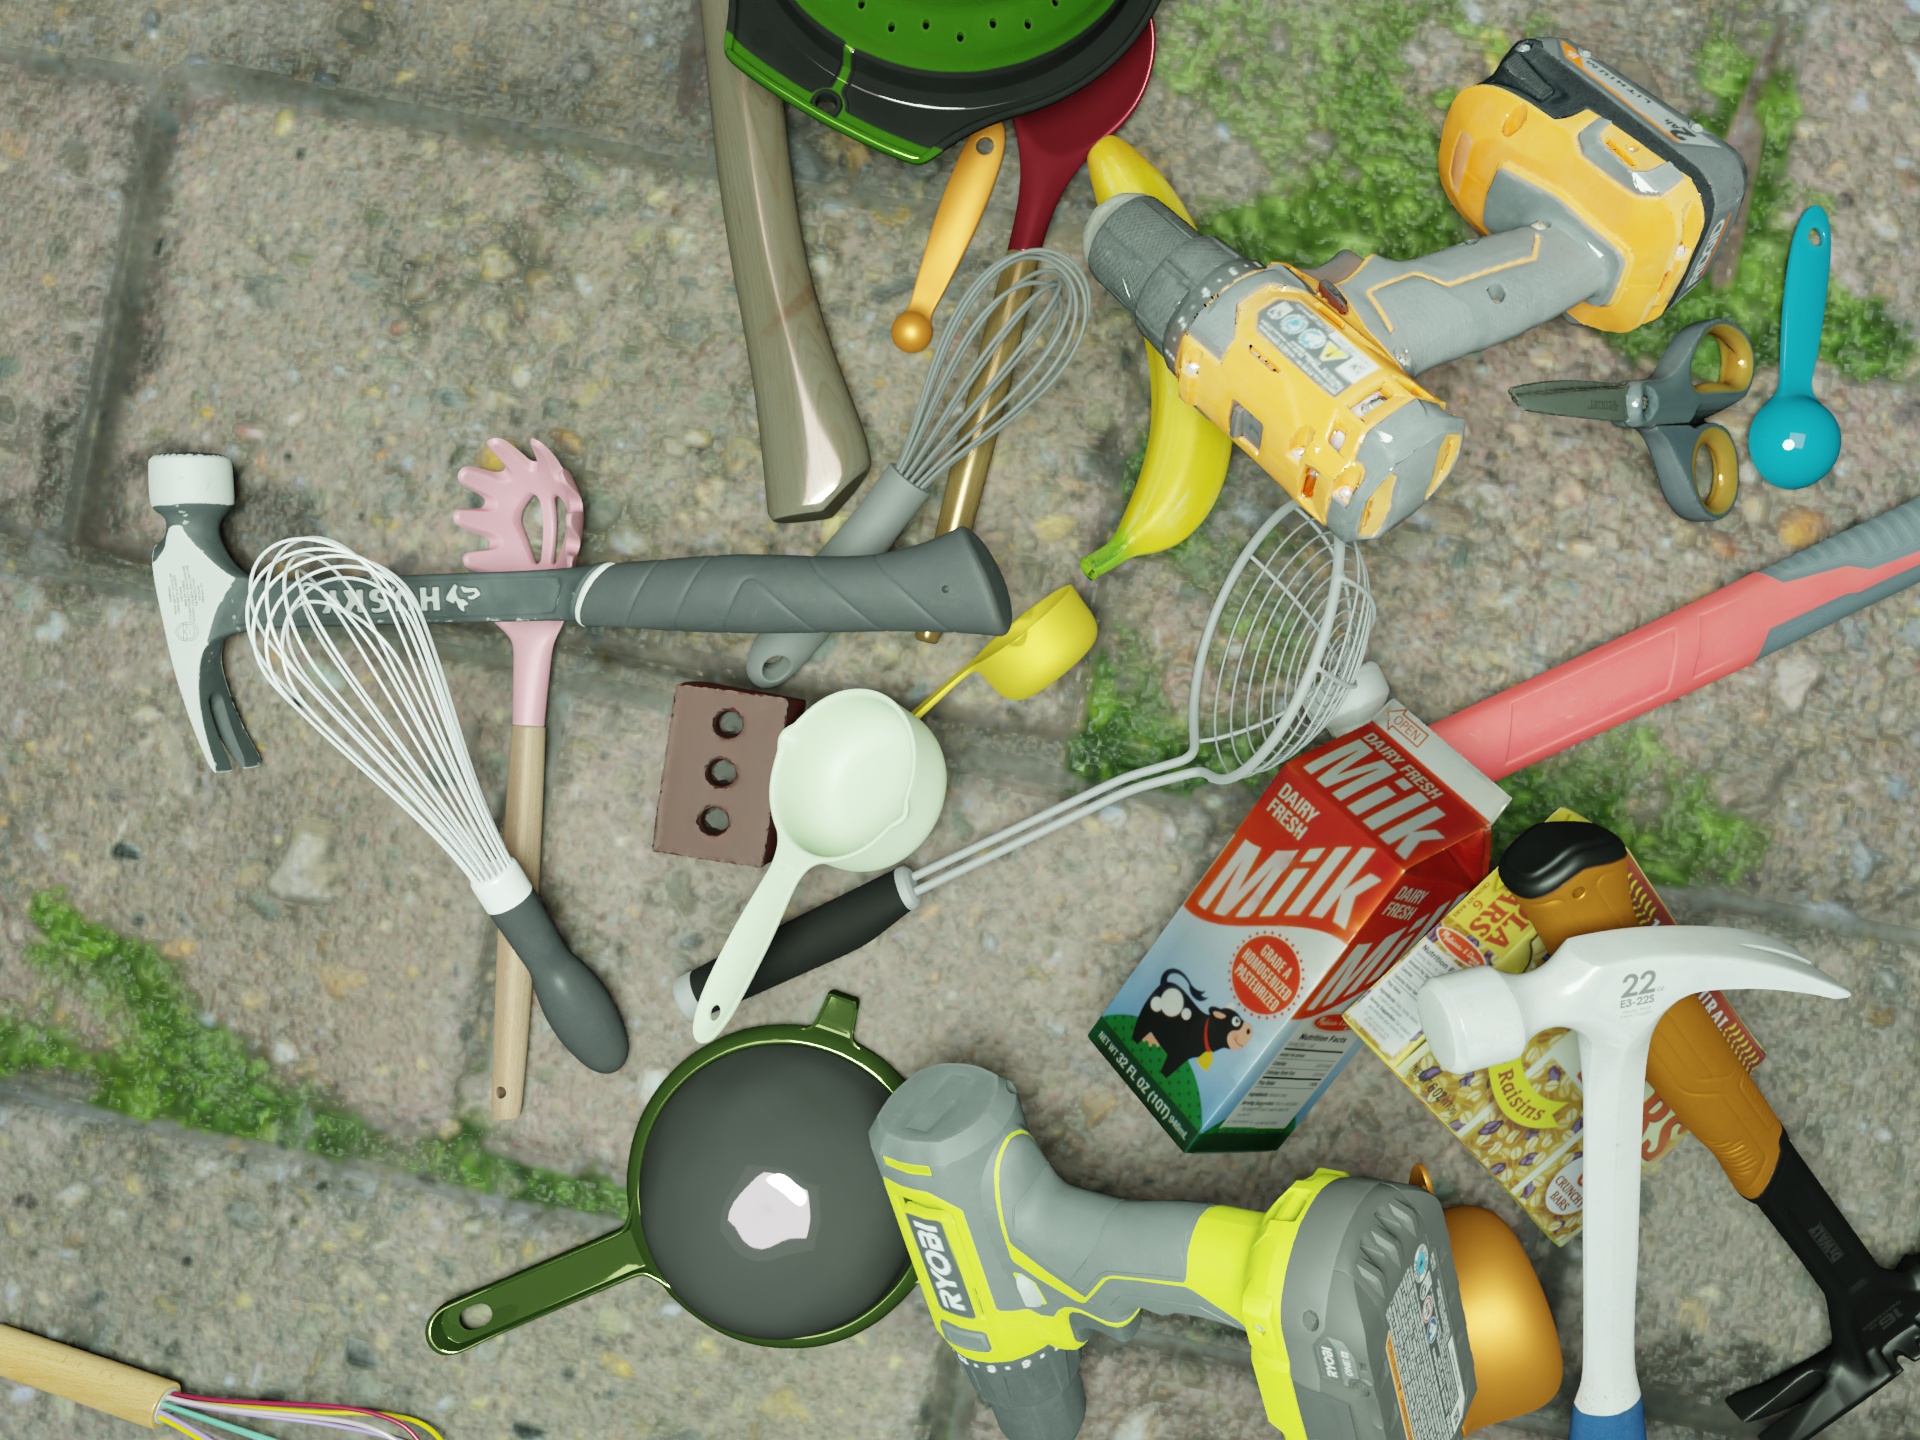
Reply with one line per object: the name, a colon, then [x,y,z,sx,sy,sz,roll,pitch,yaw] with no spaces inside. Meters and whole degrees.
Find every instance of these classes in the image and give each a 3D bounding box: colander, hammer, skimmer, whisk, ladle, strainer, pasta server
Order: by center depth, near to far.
hammer: [0.260,0.257,0.623,0.144,0.035,0.405,-12,114,-6]
hammer: [0.302,0.166,0.634,0.127,0.034,0.336,-40,113,4]
colander: [0.037,-0.435,0.671,0.204,0.094,0.397,30,83,1]
whisk: [-0.214,0.046,0.688,0.070,0.070,0.284,-23,115,4]
skimmer: [0.015,0.026,0.697,0.363,0.127,0.090,-27,116,10]
hammer: [-0.178,-0.050,0.697,0.409,0.036,0.149,0,95,16]
hammer: [0.355,-0.031,0.699,0.386,0.038,0.143,-25,89,4]
whisk: [-0.026,-0.108,0.709,0.055,0.055,0.239,39,106,3]
strainer: [-0.132,0.238,0.717,0.256,0.069,0.151,-23,88,2]
ladle: [0.024,-0.189,0.731,0.069,0.031,0.315,14,93,-1]
hammer: [-0.108,-0.296,0.737,0.146,0.038,0.410,-7,89,6]
pasta server: [-0.207,0.030,0.741,0.060,0.040,0.316,4,91,16]
whisk: [-0.353,0.328,0.752,0.245,0.051,0.047,14,70,8]

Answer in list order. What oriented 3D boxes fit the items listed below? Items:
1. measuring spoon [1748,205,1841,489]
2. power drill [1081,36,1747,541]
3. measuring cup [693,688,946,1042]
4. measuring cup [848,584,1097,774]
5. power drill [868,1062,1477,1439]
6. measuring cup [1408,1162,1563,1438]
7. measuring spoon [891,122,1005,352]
measuring spoon: [0.377,-0.167,0.703,0.042,0.021,0.128,7,88,-12]
power drill: [0.179,-0.193,0.659,0.226,0.084,0.185,-35,64,-14]
measuring cup: [-0.063,0.067,0.685,0.083,0.038,0.167,30,92,38]
measuring cup: [-0.001,-0.002,0.725,0.156,0.062,0.029,-40,98,14]
power drill: [0.079,0.242,0.641,0.228,0.080,0.190,1,118,38]
measuring cup: [0.212,0.224,0.654,0.052,0.095,0.173,-15,133,0]
measuring spoon: [-0.005,-0.227,0.740,0.021,0.011,0.117,22,91,4]
